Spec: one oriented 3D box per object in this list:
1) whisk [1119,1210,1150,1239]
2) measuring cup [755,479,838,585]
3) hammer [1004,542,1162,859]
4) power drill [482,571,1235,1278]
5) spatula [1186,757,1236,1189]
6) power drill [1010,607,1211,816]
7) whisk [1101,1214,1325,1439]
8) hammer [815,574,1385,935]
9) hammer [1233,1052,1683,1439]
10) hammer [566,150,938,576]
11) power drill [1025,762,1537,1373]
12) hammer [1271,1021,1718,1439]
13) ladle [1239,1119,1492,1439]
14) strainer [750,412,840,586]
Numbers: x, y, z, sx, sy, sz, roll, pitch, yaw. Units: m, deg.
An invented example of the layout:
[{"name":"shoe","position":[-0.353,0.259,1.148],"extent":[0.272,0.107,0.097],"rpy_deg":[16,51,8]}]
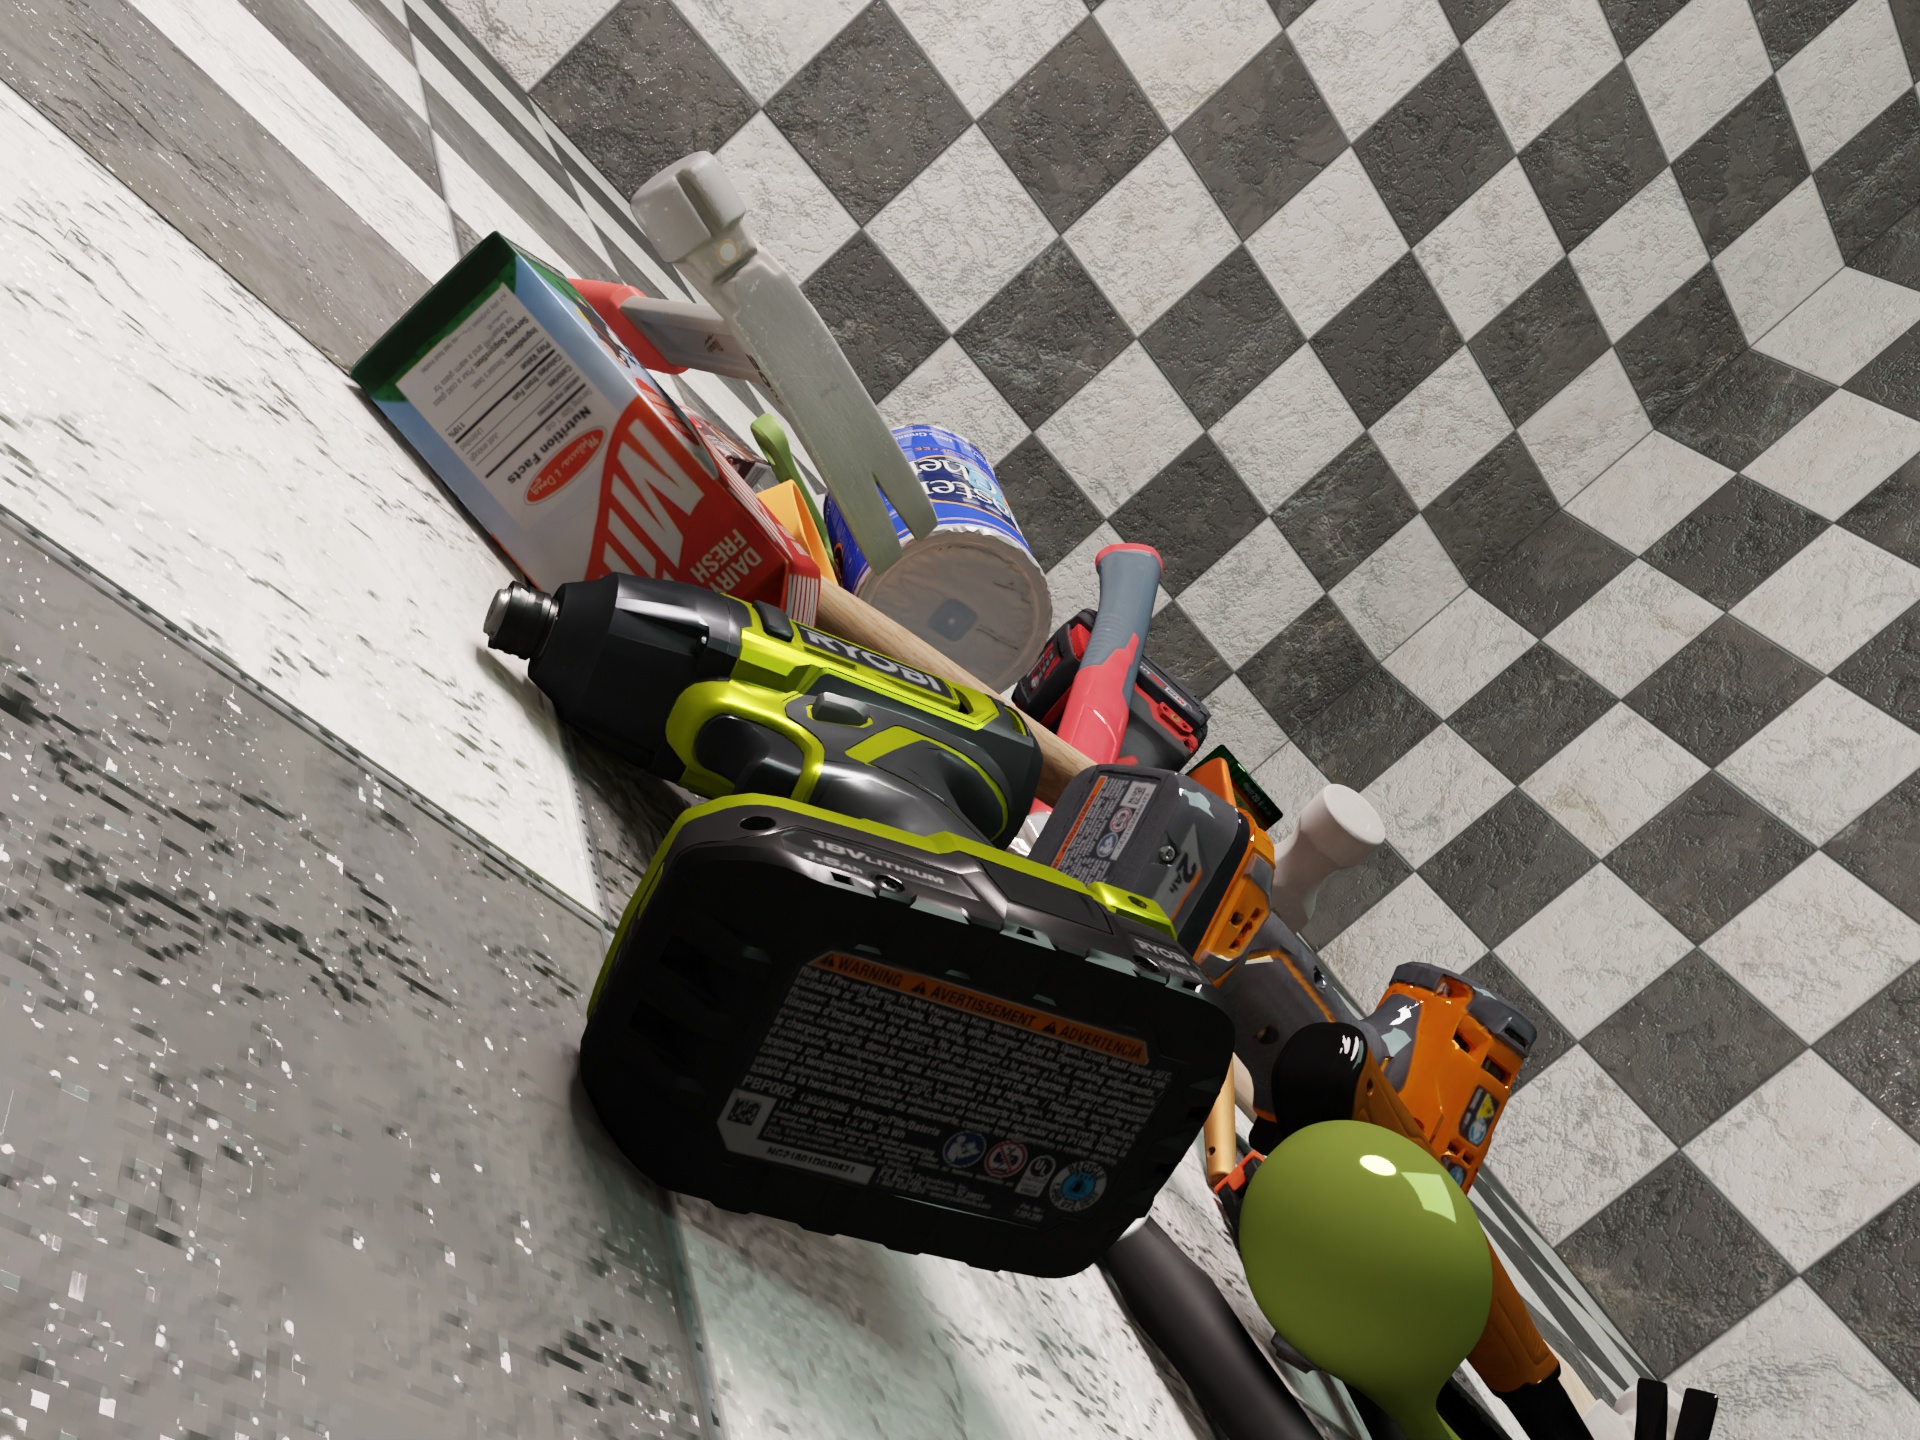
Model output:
[{"name":"whisk","position":[-0.011,0.080,0.515],"extent":[0.059,0.057,0.247],"rpy_deg":[8,24,-29]},{"name":"measuring cup","position":[-0.071,-0.019,0.702],"extent":[0.095,0.052,0.174],"rpy_deg":[65,8,-75]},{"name":"hammer","position":[0.089,-0.003,0.874],"extent":[0.143,0.038,0.386],"rpy_deg":[36,29,-6]},{"name":"power drill","position":[-0.038,0.030,0.412],"extent":[0.171,0.080,0.223],"rpy_deg":[21,15,-24]},{"name":"spatula","position":[0.132,0.132,0.876],"extent":[0.041,0.081,0.323],"rpy_deg":[42,25,-15]},{"name":"power drill","position":[0.041,0.005,0.930],"extent":[0.188,0.080,0.227],"rpy_deg":[42,29,6]},{"name":"whisk","position":[0.116,0.234,0.423],"extent":[0.073,0.073,0.296],"rpy_deg":[43,2,-41]},{"name":"hammer","position":[-0.001,-0.002,0.642],"extent":[0.331,0.130,0.031],"rpy_deg":[33,34,-8]},{"name":"hammer","position":[0.194,0.242,0.845],"extent":[0.146,0.038,0.411],"rpy_deg":[-6,44,-48]},{"name":"hammer","position":[-0.135,-0.157,0.661],"extent":[0.359,0.037,0.149],"rpy_deg":[28,-25,56]},{"name":"power drill","position":[0.109,0.135,0.591],"extent":[0.226,0.164,0.084],"rpy_deg":[37,-15,-26]},{"name":"hammer","position":[0.204,0.223,0.592],"extent":[0.034,0.127,0.336],"rpy_deg":[-5,-50,45]},{"name":"ladle","position":[0.177,0.252,0.541],"extent":[0.078,0.062,0.319],"rpy_deg":[-3,-48,40]},{"name":"strainer","position":[-0.064,-0.124,0.987],"extent":[0.152,0.069,0.256],"rpy_deg":[44,-9,27]}]
